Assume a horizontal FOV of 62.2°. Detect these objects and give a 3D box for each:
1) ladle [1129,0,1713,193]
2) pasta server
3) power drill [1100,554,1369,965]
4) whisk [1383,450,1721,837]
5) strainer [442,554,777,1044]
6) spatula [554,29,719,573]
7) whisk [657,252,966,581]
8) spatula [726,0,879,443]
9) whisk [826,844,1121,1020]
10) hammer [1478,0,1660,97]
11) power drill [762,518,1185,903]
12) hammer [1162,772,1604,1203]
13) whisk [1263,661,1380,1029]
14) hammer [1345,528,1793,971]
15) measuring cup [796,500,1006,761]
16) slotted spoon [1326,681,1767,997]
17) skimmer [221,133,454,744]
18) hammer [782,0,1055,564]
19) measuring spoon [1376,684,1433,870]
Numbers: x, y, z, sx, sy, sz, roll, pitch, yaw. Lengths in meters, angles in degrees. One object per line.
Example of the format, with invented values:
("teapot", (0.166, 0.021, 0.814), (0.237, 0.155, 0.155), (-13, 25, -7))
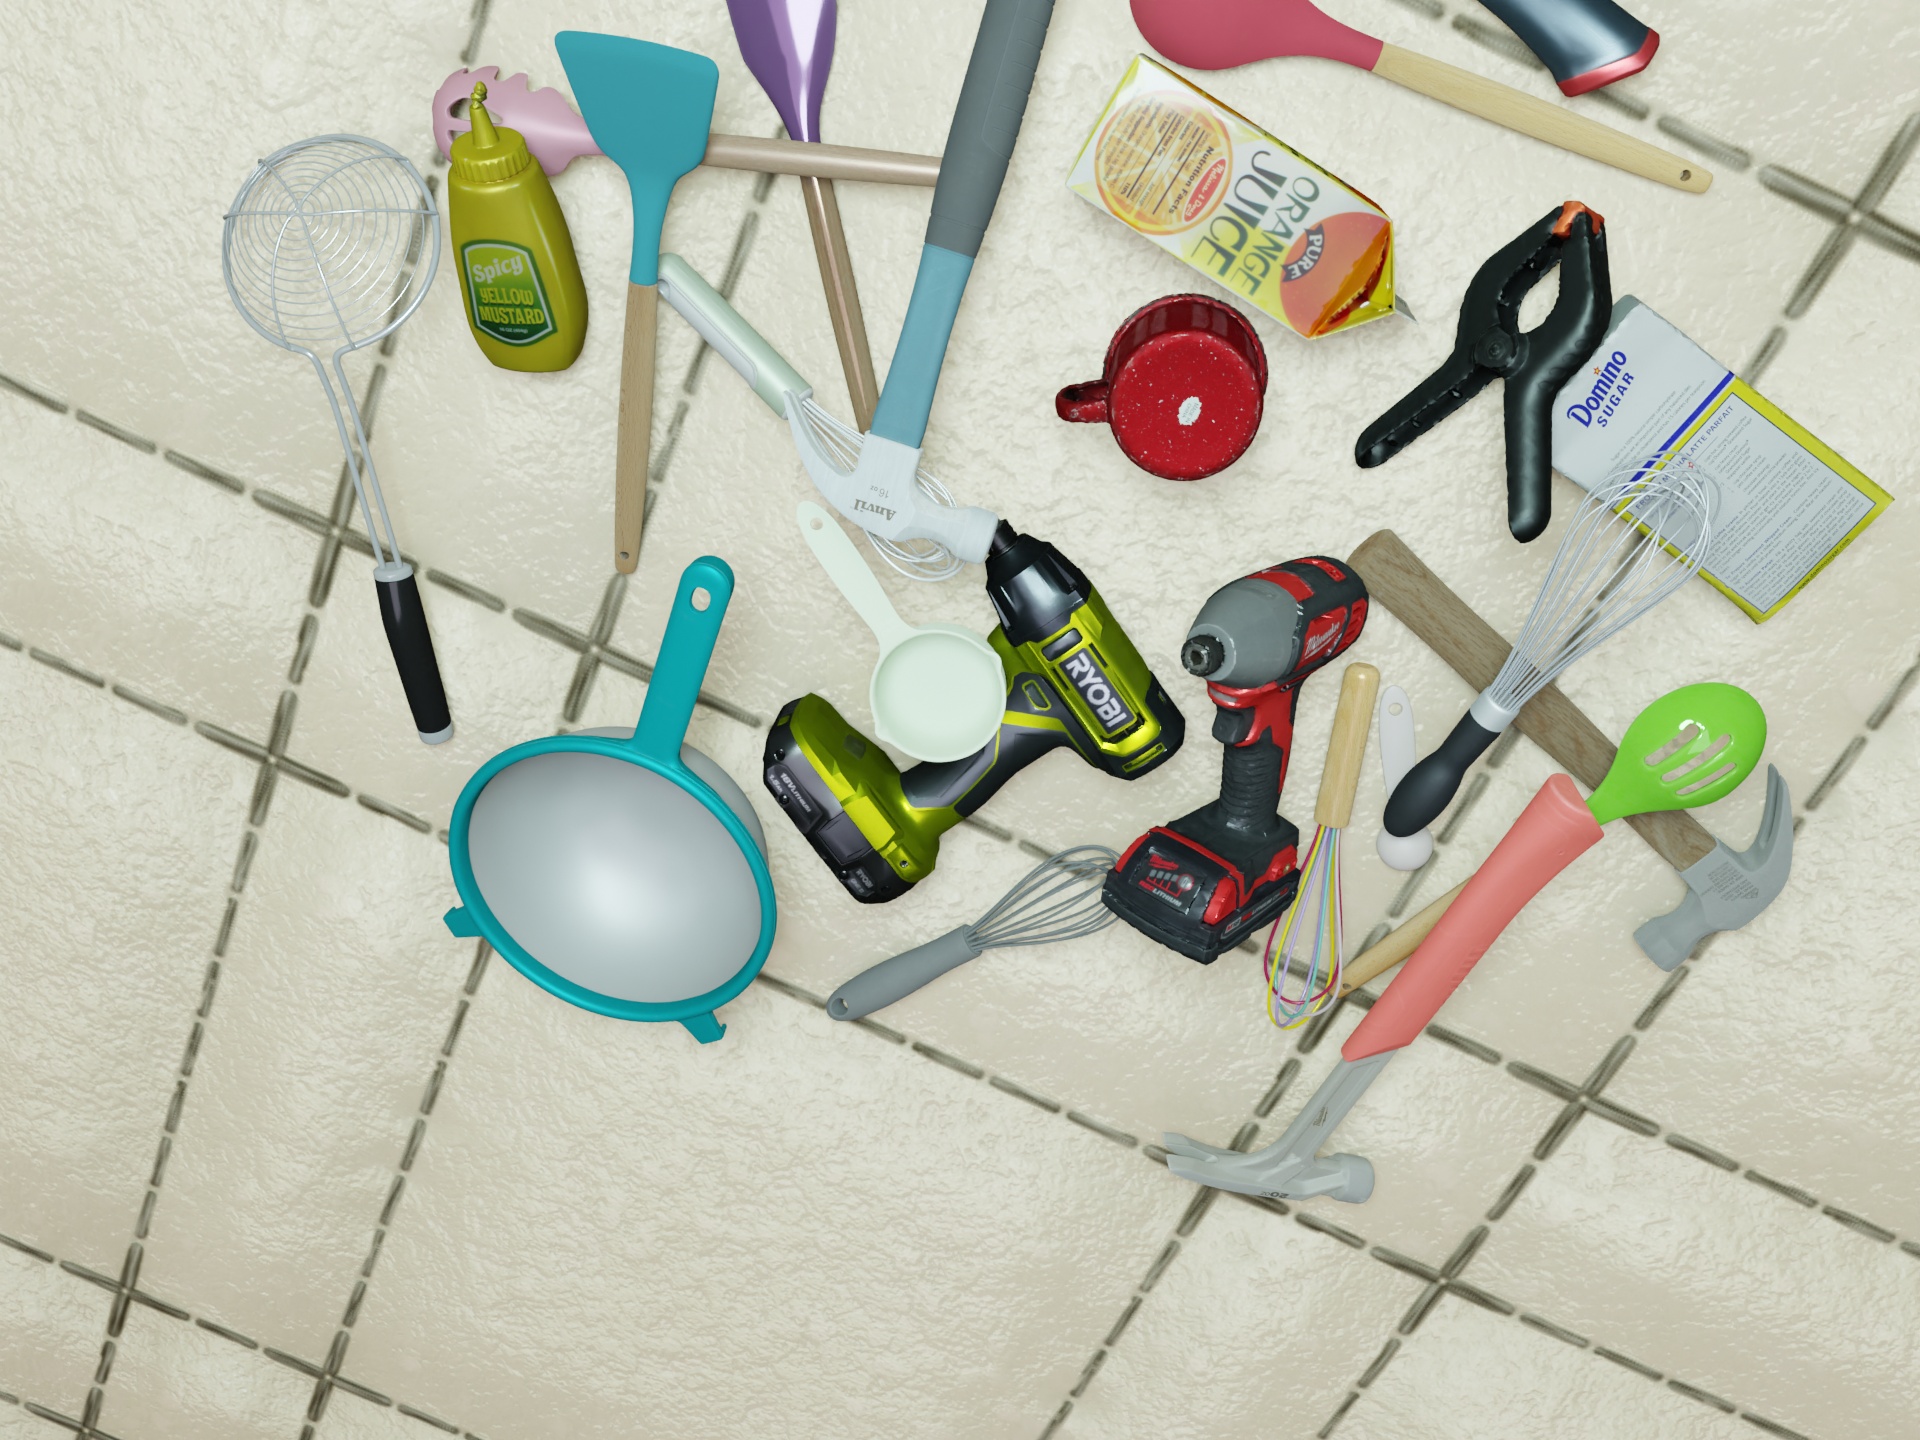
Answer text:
("ladle", (0.236, -0.328, 0.810), (0.315, 0.031, 0.069), (19, 115, -3))
("pasta server", (-0.140, -0.309, 0.857), (0.316, 0.040, 0.060), (8, 114, 6))
("power drill", (0.155, 0.020, 0.903), (0.079, 0.143, 0.219), (28, 123, 32))
("whisk", (0.311, -0.028, 0.868), (0.070, 0.070, 0.284), (25, 130, -3))
("strainer", (-0.183, 0.031, 0.970), (0.211, 0.095, 0.340), (24, 121, 0))
("spatula", (-0.182, -0.215, 0.881), (0.082, 0.044, 0.317), (10, 124, -1))
("whisk", (-0.087, -0.172, 0.896), (0.246, 0.059, 0.057), (45, 152, 0))
("spatula", (-0.075, -0.287, 0.873), (0.060, 0.018, 0.315), (-8, 111, 11))
("whisk", (0.008, 0.146, 1.034), (0.239, 0.055, 0.055), (-29, 106, 23))
("hammer", (0.182, -0.437, 0.763), (0.386, 0.038, 0.143), (31, 112, -6))
("power drill", (-0.002, -0.003, 0.956), (0.223, 0.080, 0.171), (-33, 105, 15))
("hammer", (0.263, 0.172, 0.967), (0.149, 0.037, 0.359), (15, 125, -17))
("whisk", (0.226, 0.081, 0.980), (0.047, 0.051, 0.245), (6, 109, -4))
("hammer", (0.356, 0.006, 0.932), (0.331, 0.031, 0.130), (41, 113, -10))
("measuring cup", (-0.037, -0.054, 0.887), (0.083, 0.038, 0.167), (-33, 99, 13))
("slotted spoon", (0.335, 0.085, 0.943), (0.070, 0.031, 0.313), (41, 124, -7))
("skimmer", (-0.347, -0.158, 0.961), (0.127, 0.090, 0.363), (-1, 123, 5))
("hammer", (0.000, -0.255, 0.818), (0.128, 0.033, 0.331), (17, 105, 0))
("measuring spoon", (0.267, 0.038, 0.965), (0.034, 0.018, 0.124), (-6, 111, 11))
